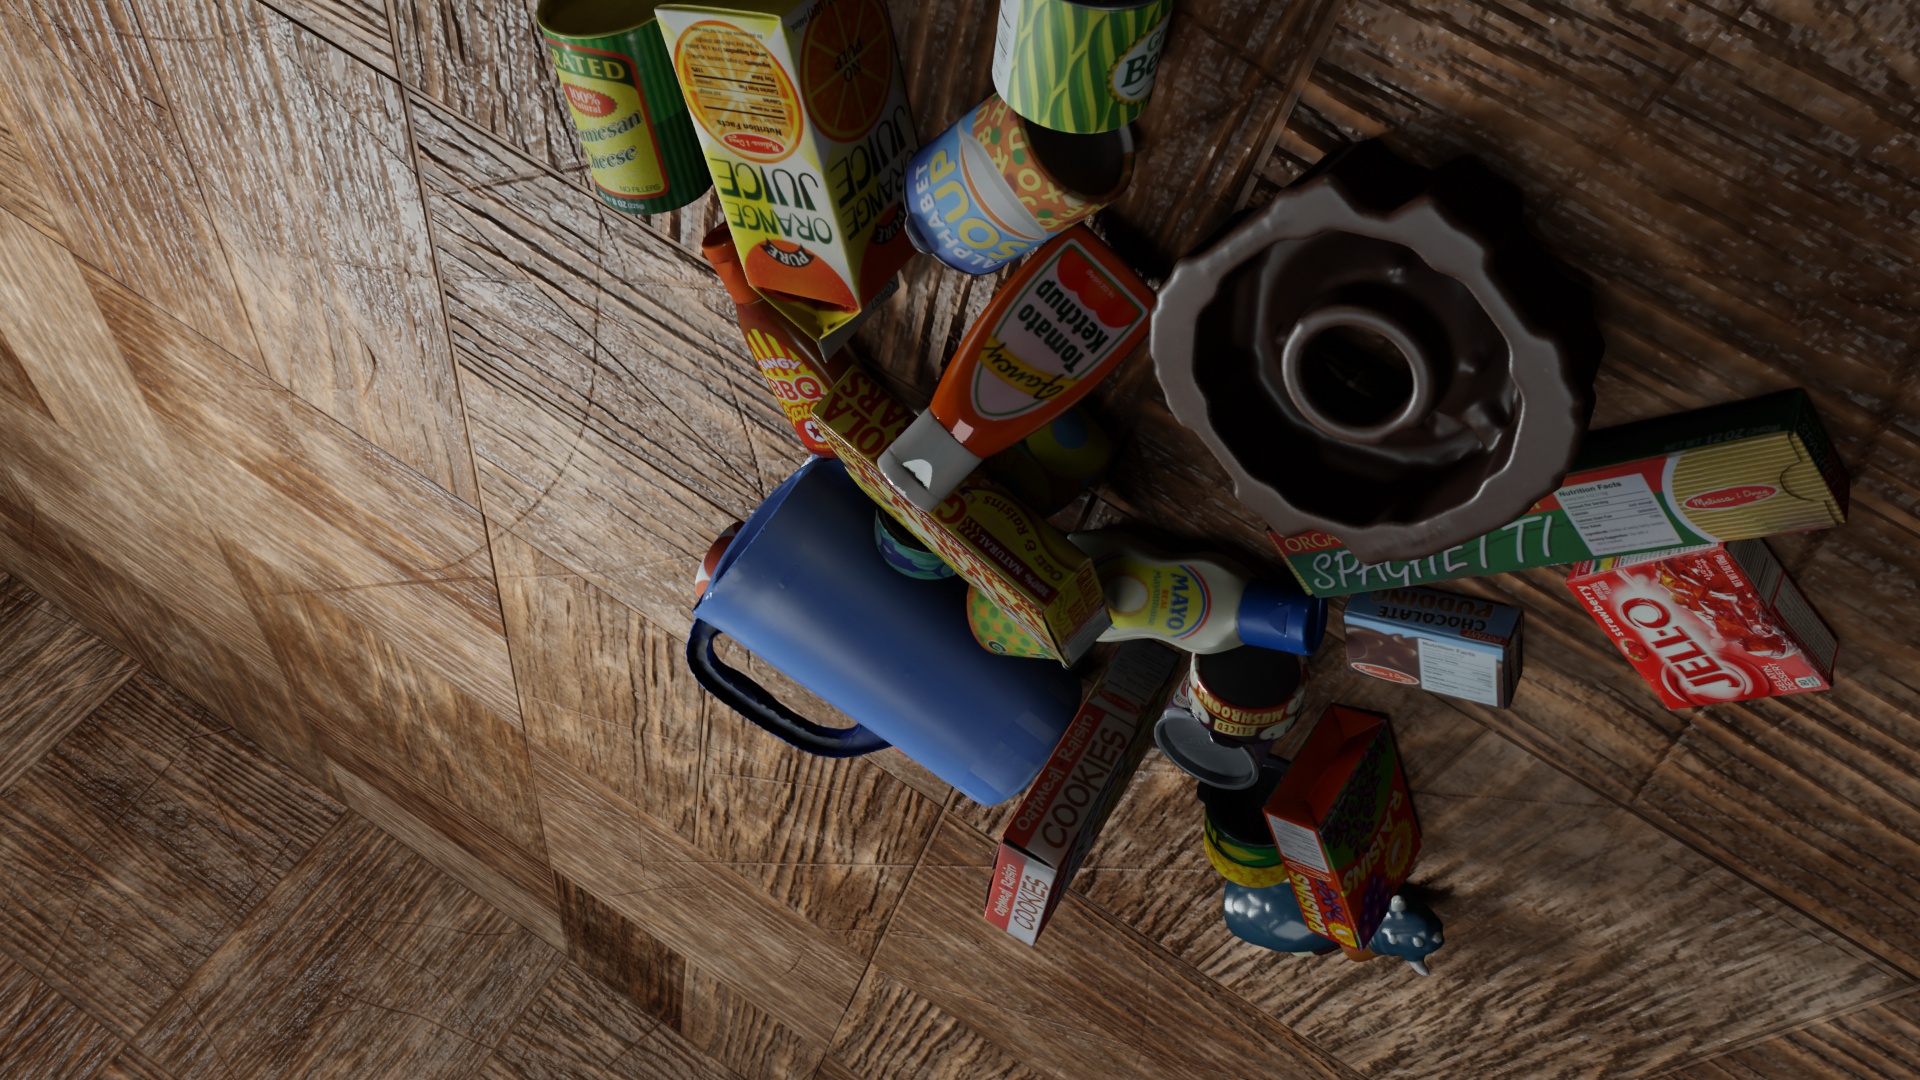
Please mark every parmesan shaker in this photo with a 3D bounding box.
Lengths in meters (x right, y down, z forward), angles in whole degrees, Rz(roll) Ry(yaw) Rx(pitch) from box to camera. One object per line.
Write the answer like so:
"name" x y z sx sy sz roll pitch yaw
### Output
"parmesan shaker" -0.163 -0.224 0.702 0.071 0.072 0.102 20 144 23

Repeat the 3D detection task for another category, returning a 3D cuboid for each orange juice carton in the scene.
"orange juice carton" -0.069 -0.179 0.666 0.073 0.072 0.191 17 142 28

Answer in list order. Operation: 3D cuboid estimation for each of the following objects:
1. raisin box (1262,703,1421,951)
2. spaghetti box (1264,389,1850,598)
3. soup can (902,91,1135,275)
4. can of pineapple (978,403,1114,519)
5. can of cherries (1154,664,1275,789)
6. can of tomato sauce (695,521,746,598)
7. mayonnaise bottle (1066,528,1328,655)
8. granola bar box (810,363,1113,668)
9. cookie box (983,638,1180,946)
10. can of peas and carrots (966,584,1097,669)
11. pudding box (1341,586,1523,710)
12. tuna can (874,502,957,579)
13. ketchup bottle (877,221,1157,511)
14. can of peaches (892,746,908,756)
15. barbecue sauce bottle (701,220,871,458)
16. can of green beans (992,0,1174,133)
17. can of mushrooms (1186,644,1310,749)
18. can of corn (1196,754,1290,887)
"raisin box" 0.228 0.170 0.819 0.040 0.086 0.123 13 141 41
"spaghetti box" 0.249 -0.014 0.620 0.249 0.029 0.050 -13 124 50
"soup can" 0.023 -0.160 0.605 0.071 0.072 0.083 47 146 -17
"can of pineapple" 0.038 -0.049 0.734 0.058 0.071 0.070 45 146 -13
"can of cherries" 0.157 0.103 0.828 0.071 0.059 0.071 25 146 18
"can of tomato sauce" -0.140 0.032 1.005 0.083 0.071 0.070 28 147 13
"mayonnaise bottle" 0.126 0.033 0.768 0.148 0.041 0.064 9 95 33
"granola bar box" 0.003 -0.009 0.741 0.166 0.039 0.124 40 173 20
"cookie box" 0.075 0.155 0.867 0.040 0.168 0.122 27 146 15
"can of peas and carrots" 0.046 0.041 0.841 0.058 0.071 0.070 0 133 44
"pudding box" 0.241 0.052 0.710 0.084 0.030 0.049 12 142 33
"tuna can" -0.016 -0.010 0.837 0.071 0.071 0.032 29 148 12
"ketchup bottle" 0.024 -0.077 0.653 0.064 0.148 0.043 44 -169 -4
"can of peaches" -0.027 0.116 1.005 0.071 0.071 0.057 20 143 24
"barbecue sauce bottle" -0.096 -0.116 0.798 0.065 0.044 0.148 5 136 41
"can of green beans" 0.047 -0.201 0.536 0.071 0.071 0.057 28 147 13
"can of mushrooms" 0.161 0.081 0.783 0.071 0.071 0.033 23 143 20
"can of corn" 0.186 0.179 0.888 0.071 0.071 0.058 20 144 24
